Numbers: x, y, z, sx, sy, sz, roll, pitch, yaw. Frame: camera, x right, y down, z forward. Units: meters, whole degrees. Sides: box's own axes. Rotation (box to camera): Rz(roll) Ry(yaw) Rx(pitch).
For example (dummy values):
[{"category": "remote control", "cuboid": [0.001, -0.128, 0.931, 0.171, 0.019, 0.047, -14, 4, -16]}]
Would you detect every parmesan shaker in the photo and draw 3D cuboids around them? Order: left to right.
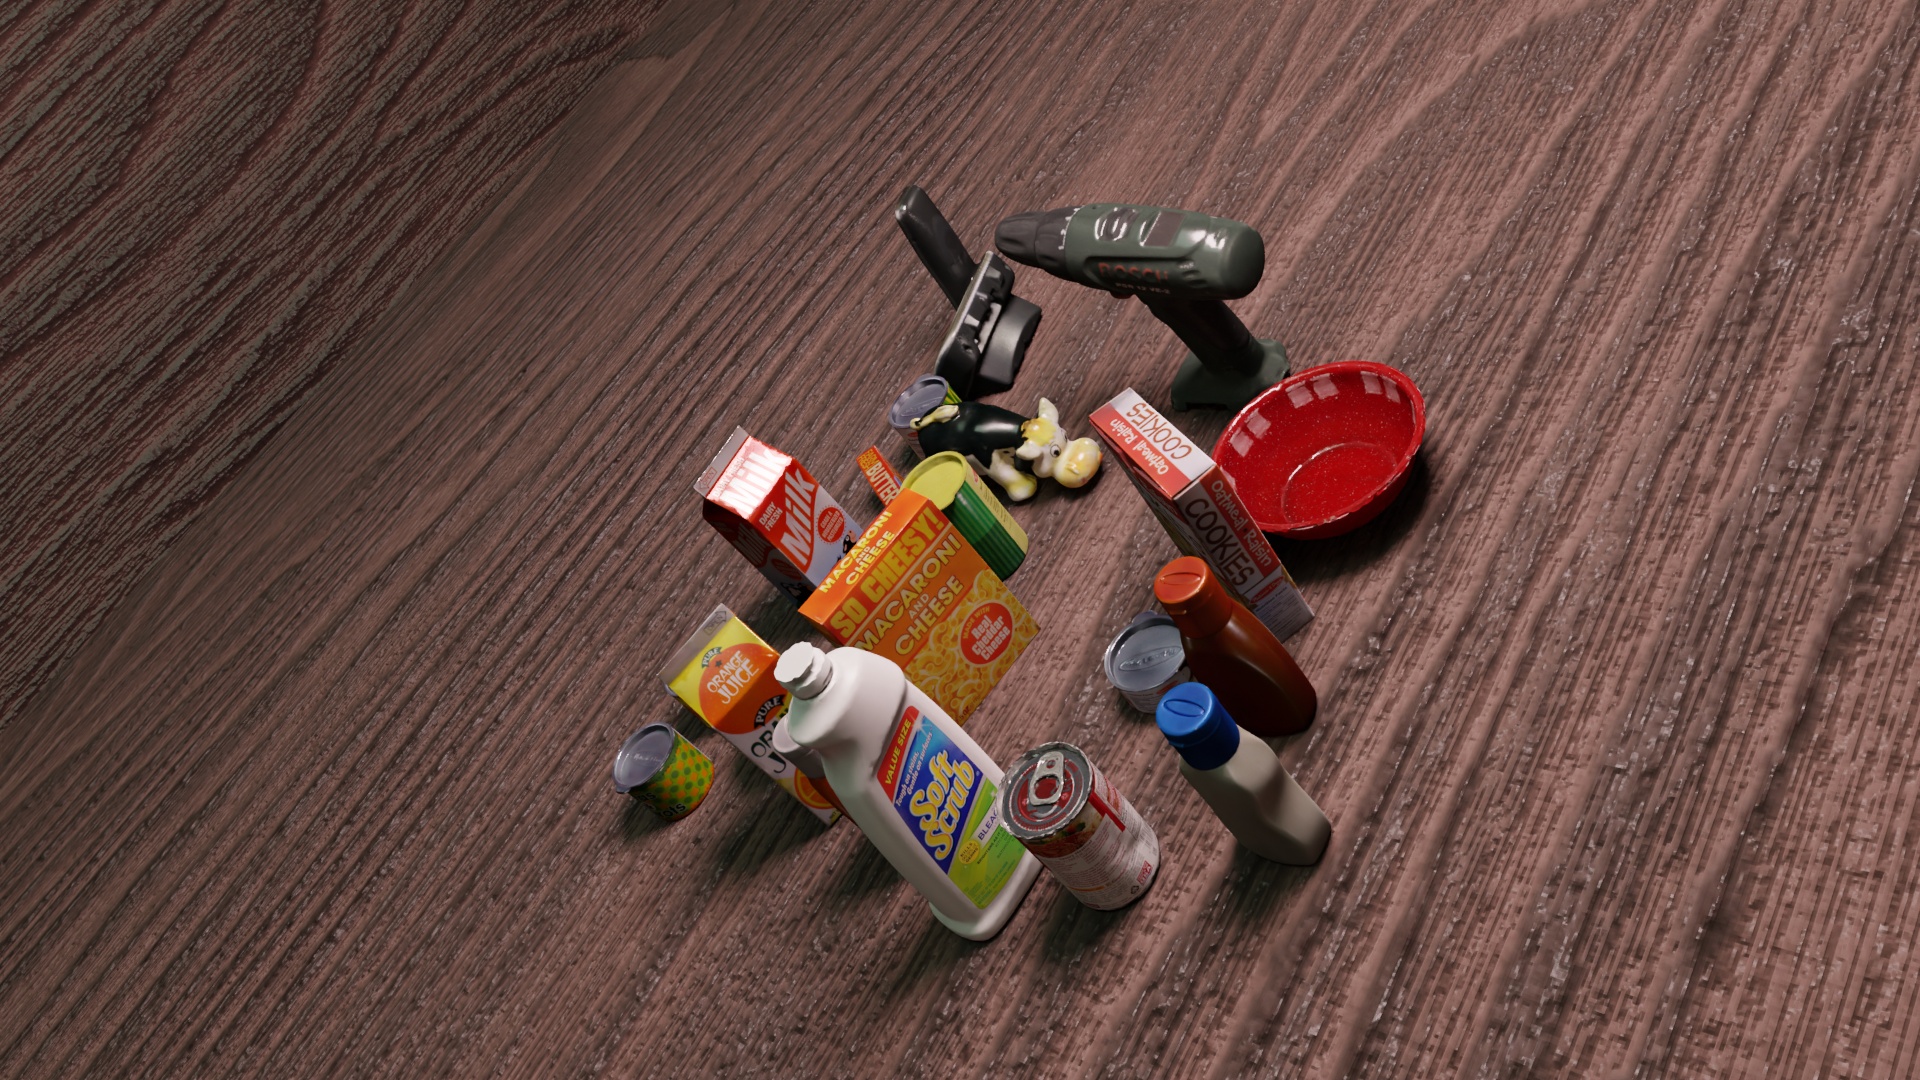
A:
[{"category": "parmesan shaker", "cuboid": [0.004, -0.014, 1.152, 0.071, 0.102, 0.072, -24, 40, 21]}]

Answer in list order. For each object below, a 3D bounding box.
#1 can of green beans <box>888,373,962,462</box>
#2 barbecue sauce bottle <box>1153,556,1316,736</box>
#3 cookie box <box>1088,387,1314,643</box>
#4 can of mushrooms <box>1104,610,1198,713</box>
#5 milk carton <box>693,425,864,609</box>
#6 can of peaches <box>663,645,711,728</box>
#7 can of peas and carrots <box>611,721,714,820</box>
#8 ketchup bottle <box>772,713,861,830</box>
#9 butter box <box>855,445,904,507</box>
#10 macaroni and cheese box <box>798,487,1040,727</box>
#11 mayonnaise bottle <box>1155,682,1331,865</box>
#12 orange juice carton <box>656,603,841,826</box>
[{"category": "can of green beans", "cuboid": [-0.025, -0.113, 1.317, 0.071, 0.057, 0.071, -23, 40, 21]}, {"category": "barbecue sauce bottle", "cuboid": [0.171, 0.069, 0.883, 0.065, 0.148, 0.044, -3, 50, 39]}, {"category": "cookie box", "cuboid": [0.165, -0.016, 0.959, 0.040, 0.167, 0.123, -39, 36, 2]}, {"category": "can of mushrooms", "cuboid": [0.139, 0.086, 0.988, 0.071, 0.033, 0.071, -23, 40, 21]}, {"category": "milk carton", "cuboid": [-0.153, -0.013, 1.213, 0.073, 0.190, 0.072, 6, 56, 44]}, {"category": "can of peaches", "cuboid": [-0.219, 0.127, 1.236, 0.071, 0.058, 0.071, -23, 40, 21]}, {"category": "can of peas and carrots", "cuboid": [-0.255, 0.200, 1.191, 0.071, 0.058, 0.071, -23, 40, 21]}, {"category": "ketchup bottle", "cuboid": [-0.075, 0.172, 0.988, 0.043, 0.148, 0.065, -40, 36, 1]}, {"category": "butter box", "cuboid": [-0.060, -0.043, 1.279, 0.024, 0.053, 0.104, -38, 37, 3]}, {"category": "macaroni and cheese box", "cuboid": [-0.028, 0.060, 1.050, 0.124, 0.166, 0.040, -50, 38, -13]}, {"category": "mayonnaise bottle", "cuboid": [0.163, 0.138, 0.818, 0.065, 0.147, 0.041, 9, 58, 46]}, {"category": "orange juice carton", "cuboid": [-0.146, 0.129, 1.057, 0.072, 0.192, 0.073, -48, 37, -10]}]
